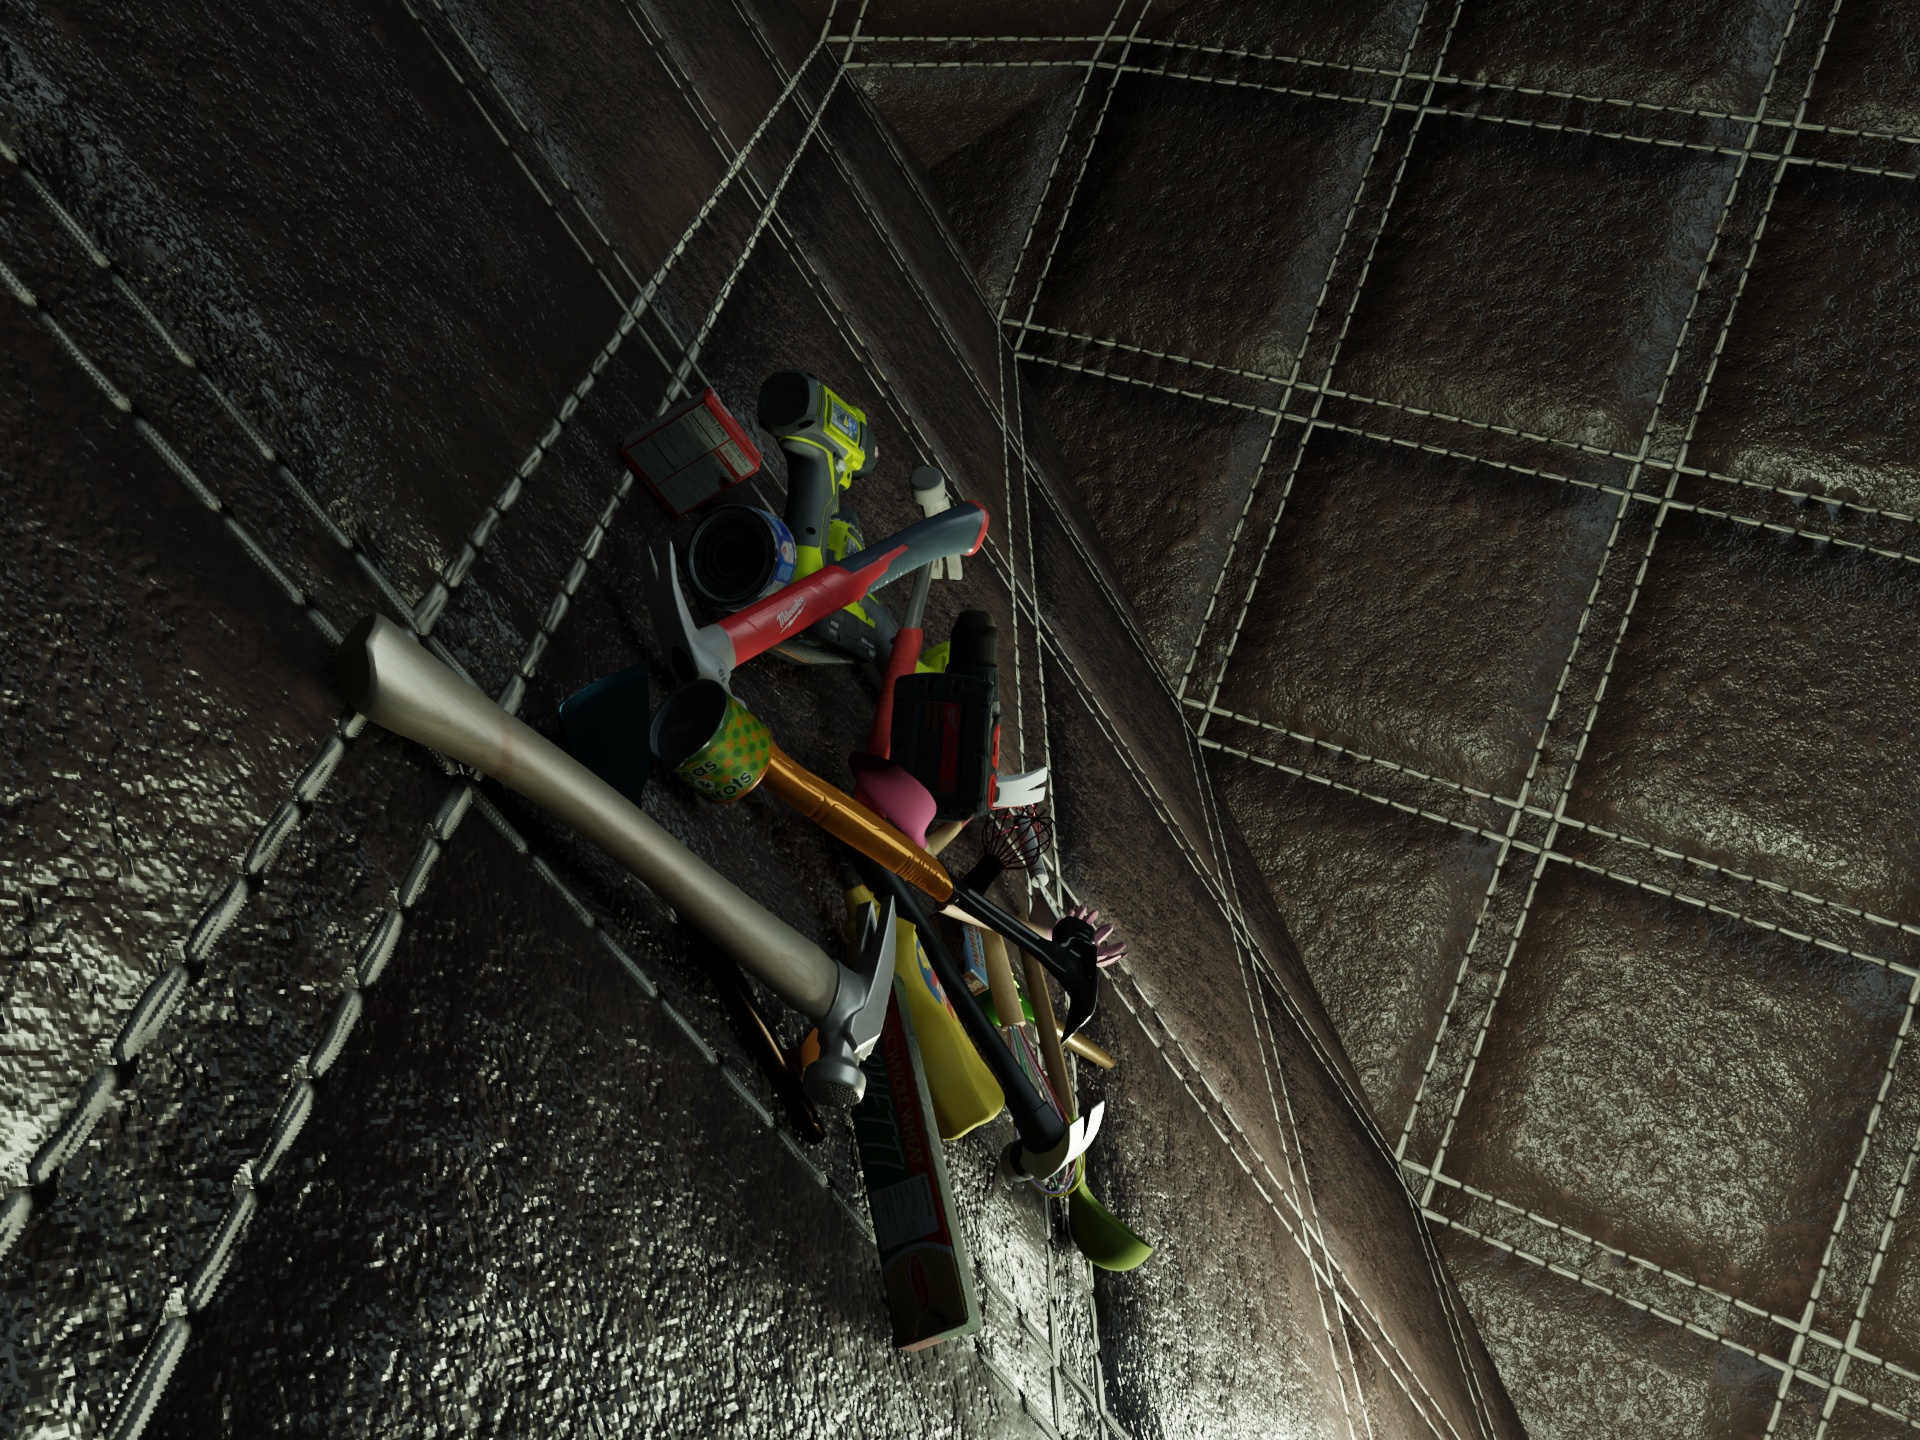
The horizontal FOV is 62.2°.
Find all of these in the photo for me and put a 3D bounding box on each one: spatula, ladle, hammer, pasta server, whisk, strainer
[{"bbox_3d":[-0.156,0.122,0.973,0.317,0.044,0.082,62,34,-6],"label":"spatula"},{"bbox_3d":[-0.015,0.104,1.459,0.315,0.069,0.031,-35,122,-69],"label":"ladle"},{"bbox_3d":[0.020,0.026,1.637,0.331,0.128,0.033,-86,-177,-75],"label":"hammer"},{"bbox_3d":[-0.035,0.112,1.182,0.336,0.034,0.127,35,24,-13],"label":"hammer"},{"bbox_3d":[0.063,0.178,1.389,0.060,0.040,0.316,55,14,29],"label":"pasta server"},{"bbox_3d":[0.097,0.313,1.375,0.078,0.062,0.320,50,24,-60],"label":"ladle"},{"bbox_3d":[-0.097,-0.124,1.259,0.386,0.038,0.143,-35,112,-49],"label":"hammer"},{"bbox_3d":[0.054,0.279,1.341,0.051,0.047,0.245,38,33,-61],"label":"whisk"},{"bbox_3d":[0.083,0.172,1.666,0.086,0.050,0.259,59,9,-33],"label":"strainer"},{"bbox_3d":[-0.049,-0.045,1.391,0.149,0.037,0.359,79,19,-54],"label":"hammer"},{"bbox_3d":[-0.009,0.199,1.225,0.035,0.146,0.335,-28,81,-31],"label":"hammer"},{"bbox_3d":[-0.178,0.068,0.916,0.410,0.038,0.146,44,41,-34],"label":"hammer"},{"bbox_3d":[0.035,0.134,1.545,0.073,0.073,0.296,61,21,-4],"label":"whisk"}]

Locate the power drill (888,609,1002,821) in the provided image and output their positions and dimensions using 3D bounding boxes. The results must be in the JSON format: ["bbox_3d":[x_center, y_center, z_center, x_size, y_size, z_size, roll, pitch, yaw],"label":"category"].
[{"bbox_3d":[-0.002,-0.004,1.362,0.226,0.080,0.188,-10,104,-83],"label":"power drill"}]

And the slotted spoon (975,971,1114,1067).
[{"bbox_3d":[0.084,0.285,1.499,0.313,0.031,0.070,43,29,-53],"label":"slotted spoon"}]

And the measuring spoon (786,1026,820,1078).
[{"bbox_3d":[-0.099,0.217,1.060,0.117,0.011,0.021,-21,88,-78],"label":"measuring spoon"}]

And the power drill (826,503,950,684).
[{"bbox_3d":[-0.078,-0.099,1.549,0.228,0.080,0.191,52,19,-24],"label":"power drill"}]

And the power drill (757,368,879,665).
[{"bbox_3d":[-0.117,-0.165,1.355,0.171,0.080,0.223,27,64,-67],"label":"power drill"}]

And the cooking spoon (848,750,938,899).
[{"bbox_3d":[-0.028,0.114,1.296,0.017,0.069,0.318,-64,153,-26],"label":"cooking spoon"}]
